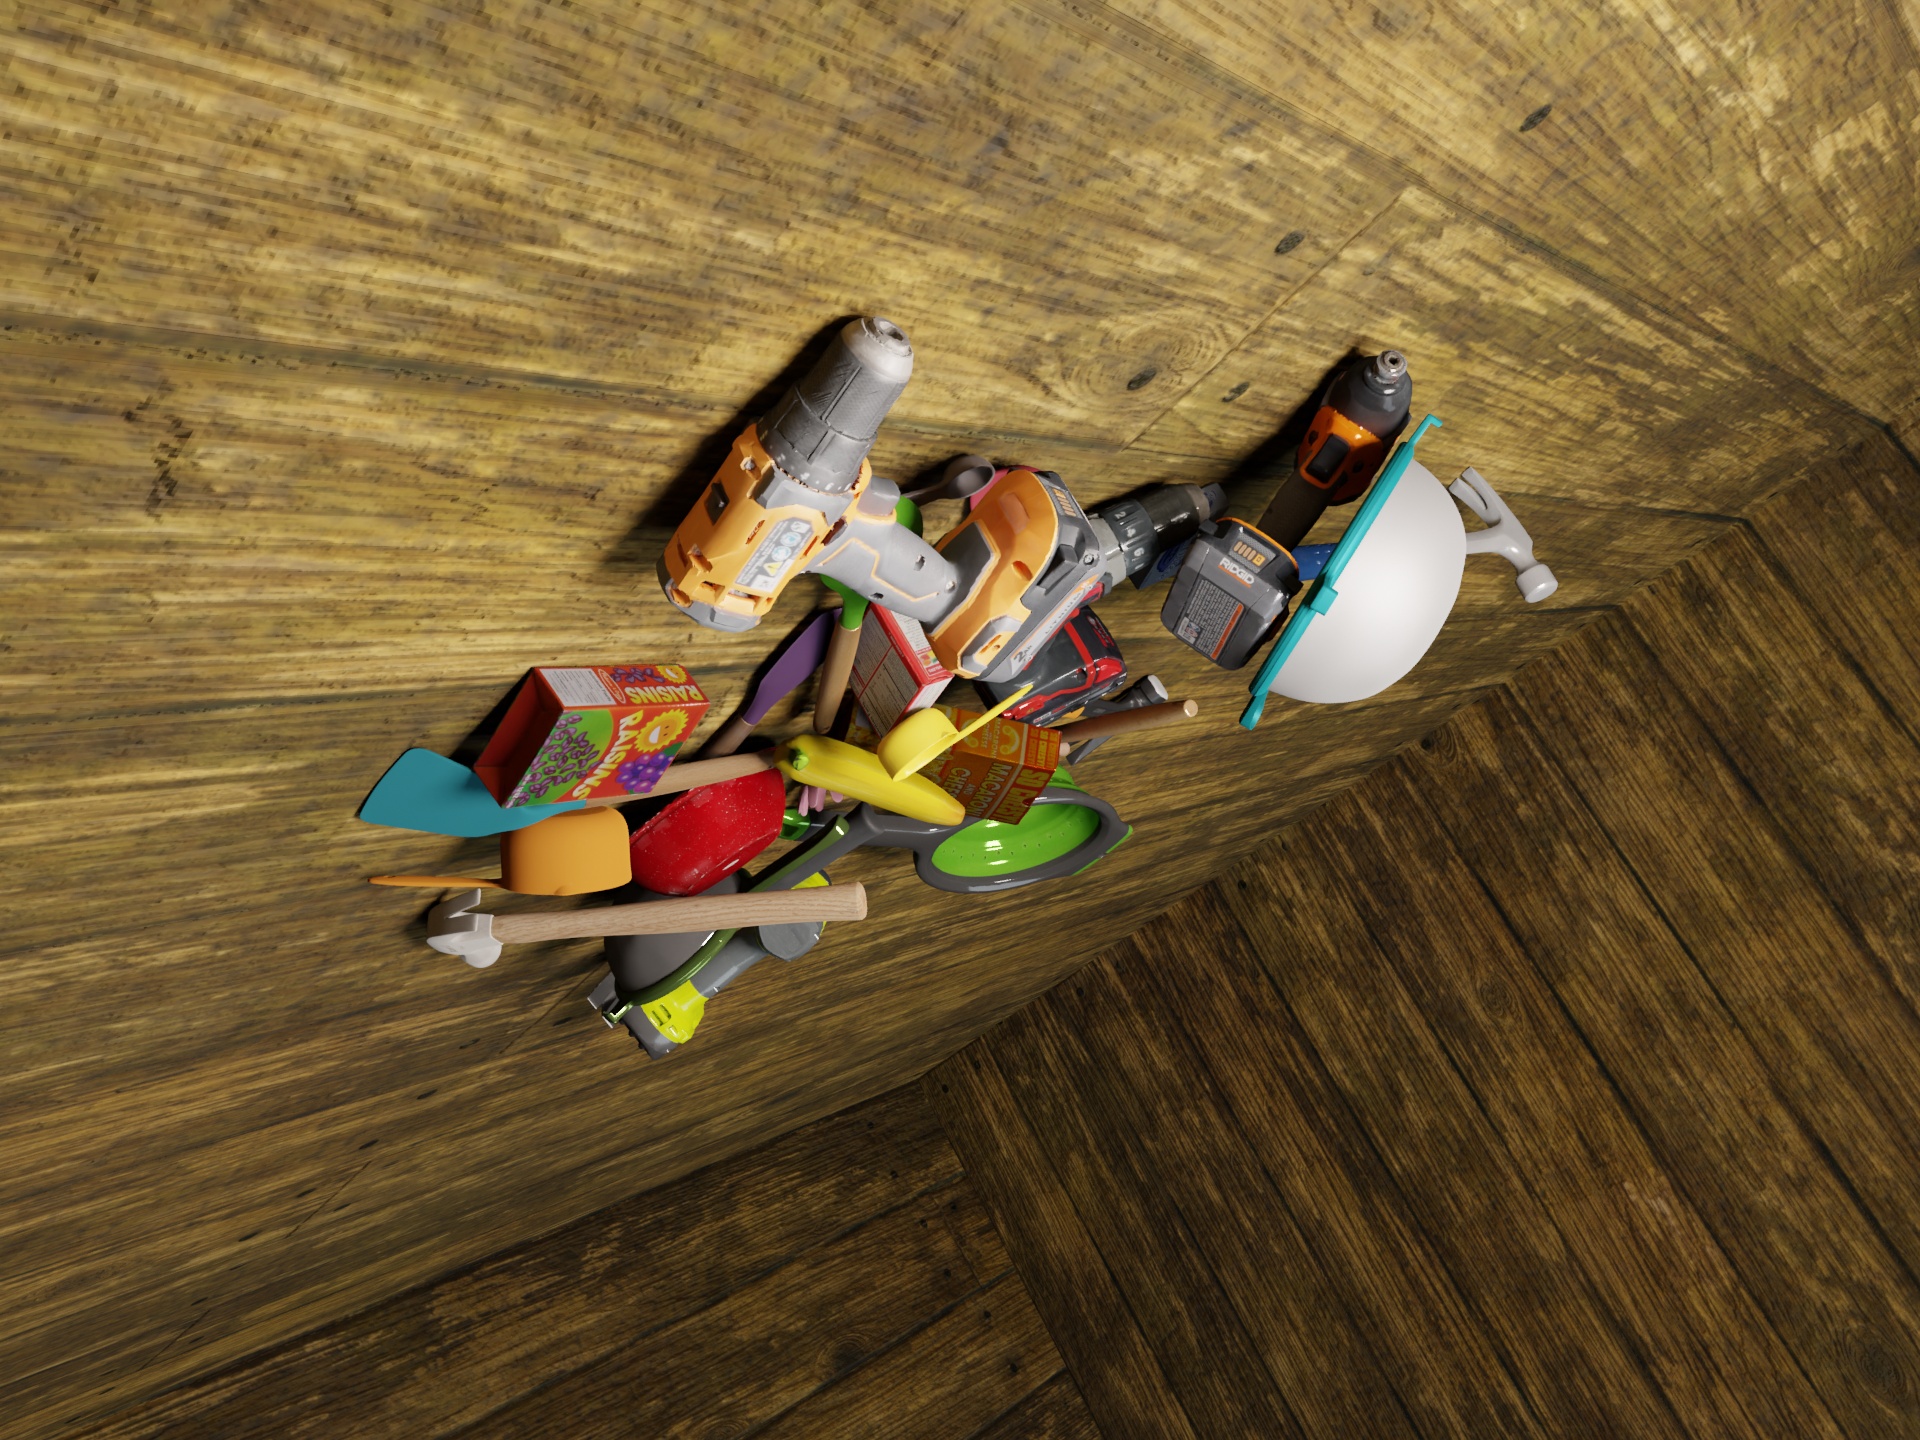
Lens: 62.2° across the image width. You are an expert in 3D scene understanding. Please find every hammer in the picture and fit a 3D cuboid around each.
[{"bbox_3d":[-0.237,0.147,1.195,0.331,0.031,0.130,-5,160,3],"label":"hammer"},{"bbox_3d":[0.368,-0.154,1.446,0.405,0.144,0.035,-9,153,-30],"label":"hammer"},{"bbox_3d":[-0.196,0.163,1.399,0.334,0.035,0.146,-33,-171,26],"label":"hammer"},{"bbox_3d":[0.095,-0.013,1.507,0.127,0.034,0.336,-36,163,17],"label":"hammer"}]

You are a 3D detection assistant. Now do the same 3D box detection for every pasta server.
[{"bbox_3d":[-0.016,0.045,1.429,0.316,0.040,0.060,-5,168,-41],"label":"pasta server"}]

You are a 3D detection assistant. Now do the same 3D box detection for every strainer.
[{"bbox_3d":[0.294,-0.059,1.202,0.211,0.095,0.340,-54,170,-26],"label":"strainer"},{"bbox_3d":[-0.208,0.133,1.311,0.256,0.069,0.152,-34,-158,19],"label":"strainer"}]

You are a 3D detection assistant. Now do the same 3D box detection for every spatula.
[{"bbox_3d":[-0.165,0.011,1.160,0.059,0.018,0.316,-15,158,-50],"label":"spatula"},{"bbox_3d":[-0.239,0.038,1.070,0.317,0.044,0.082,-10,153,-51],"label":"spatula"}]

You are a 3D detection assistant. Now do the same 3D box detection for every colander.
[{"bbox_3d":[-0.020,0.078,1.522,0.396,0.095,0.204,7,145,-36],"label":"colander"}]

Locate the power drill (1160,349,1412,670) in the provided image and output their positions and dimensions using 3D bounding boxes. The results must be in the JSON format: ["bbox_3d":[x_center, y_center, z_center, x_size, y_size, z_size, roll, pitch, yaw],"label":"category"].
[{"bbox_3d":[0.243,-0.159,1.139,0.226,0.084,0.164,-51,170,-19],"label":"power drill"}]

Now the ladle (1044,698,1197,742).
[{"bbox_3d":[0.100,0.019,1.299,0.078,0.062,0.320,-40,-168,-26],"label":"ladle"}]

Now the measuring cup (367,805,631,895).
[{"bbox_3d":[-0.312,0.086,1.083,0.173,0.052,0.095,0,-175,-13],"label":"measuring cup"}]

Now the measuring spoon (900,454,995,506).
[{"bbox_3d":[-0.039,-0.135,0.952,0.124,0.018,0.034,-19,161,-11],"label":"measuring spoon"}]

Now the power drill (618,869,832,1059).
[{"bbox_3d":[-0.223,0.226,1.564,0.223,0.080,0.171,-35,-173,10],"label":"power drill"}]

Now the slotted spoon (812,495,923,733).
[{"bbox_3d":[-0.074,-0.056,1.058,0.070,0.031,0.313,-20,163,-19],"label":"slotted spoon"}]

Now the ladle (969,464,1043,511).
[{"bbox_3d":[-0.002,-0.067,1.095,0.315,0.069,0.031,-59,-176,47],"label":"ladle"}]

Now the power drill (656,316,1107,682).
[{"bbox_3d":[-0.026,-0.113,0.854,0.226,0.084,0.185,12,130,-40],"label":"power drill"}]

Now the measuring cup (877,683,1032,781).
[{"bbox_3d":[-0.002,-0.004,1.136,0.156,0.029,0.062,-32,171,-45],"label":"measuring cup"}]

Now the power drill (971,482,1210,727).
[{"bbox_3d":[0.091,-0.088,1.205,0.188,0.080,0.226,-27,161,-11],"label":"power drill"}]
